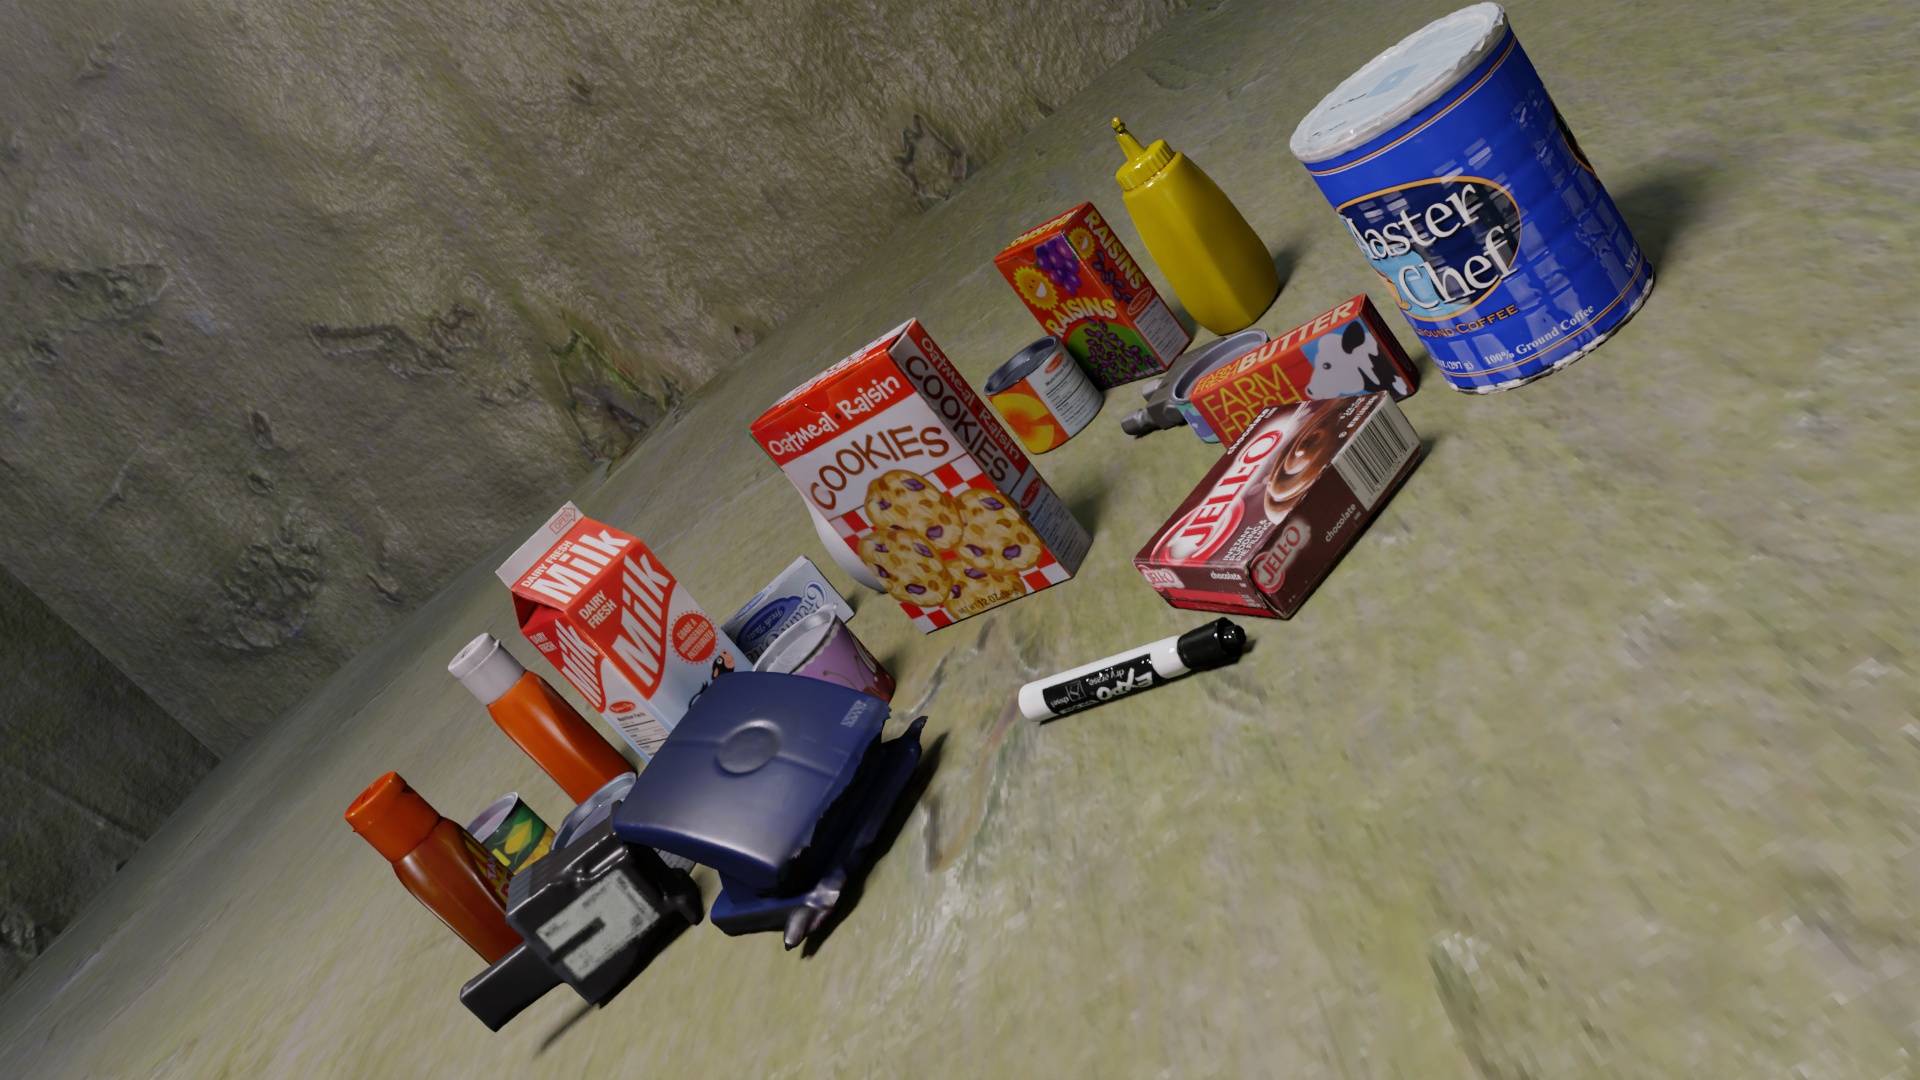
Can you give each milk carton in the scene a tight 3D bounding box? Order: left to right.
[{"bbox_3d":[-0.208,0.067,0.888,0.073,0.190,0.073,-19,27,49],"label":"milk carton"}]

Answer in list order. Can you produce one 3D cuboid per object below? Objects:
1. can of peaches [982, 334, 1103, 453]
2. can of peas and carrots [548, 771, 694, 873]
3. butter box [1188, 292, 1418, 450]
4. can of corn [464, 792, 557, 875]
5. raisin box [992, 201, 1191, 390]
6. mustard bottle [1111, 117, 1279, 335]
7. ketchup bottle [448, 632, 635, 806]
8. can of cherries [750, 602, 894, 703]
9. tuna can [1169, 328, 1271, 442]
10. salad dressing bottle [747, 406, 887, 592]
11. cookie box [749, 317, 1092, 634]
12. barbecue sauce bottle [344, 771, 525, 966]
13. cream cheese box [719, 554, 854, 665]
[{"bbox_3d":[0.058,-0.103,0.991,0.071,0.058,0.071,-35,18,13],"label":"can of peaches"},{"bbox_3d":[-0.196,0.179,0.809,0.071,0.058,0.071,-35,18,13],"label":"can of peas and carrots"},{"bbox_3d":[0.173,-0.079,0.708,0.103,0.053,0.024,-26,22,36],"label":"butter box"},{"bbox_3d":[-0.308,0.217,0.942,0.071,0.058,0.071,-35,18,13],"label":"can of corn"},{"bbox_3d":[0.091,-0.168,0.973,0.040,0.123,0.086,-48,19,-25],"label":"raisin box"},{"bbox_3d":[0.146,-0.211,0.910,0.048,0.160,0.065,-16,29,53],"label":"mustard bottle"},{"bbox_3d":[-0.294,0.129,0.980,0.043,0.148,0.065,-40,17,-1],"label":"ketchup bottle"},{"bbox_3d":[-0.079,0.081,0.815,0.071,0.058,0.072,-35,18,13],"label":"can of cherries"},{"bbox_3d":[0.158,-0.089,0.798,0.071,0.032,0.071,-35,18,13],"label":"tuna can"},{"bbox_3d":[-0.084,-0.031,0.952,0.044,0.147,0.064,-19,27,49],"label":"salad dressing bottle"},{"bbox_3d":[-0.024,-0.032,0.799,0.122,0.167,0.040,-24,23,41],"label":"cookie box"},{"bbox_3d":[-0.289,0.197,0.803,0.044,0.148,0.065,-42,17,-6],"label":"barbecue sauce bottle"},{"bbox_3d":[-0.129,0.064,0.966,0.104,0.053,0.024,-42,17,-8],"label":"cream cheese box"}]
